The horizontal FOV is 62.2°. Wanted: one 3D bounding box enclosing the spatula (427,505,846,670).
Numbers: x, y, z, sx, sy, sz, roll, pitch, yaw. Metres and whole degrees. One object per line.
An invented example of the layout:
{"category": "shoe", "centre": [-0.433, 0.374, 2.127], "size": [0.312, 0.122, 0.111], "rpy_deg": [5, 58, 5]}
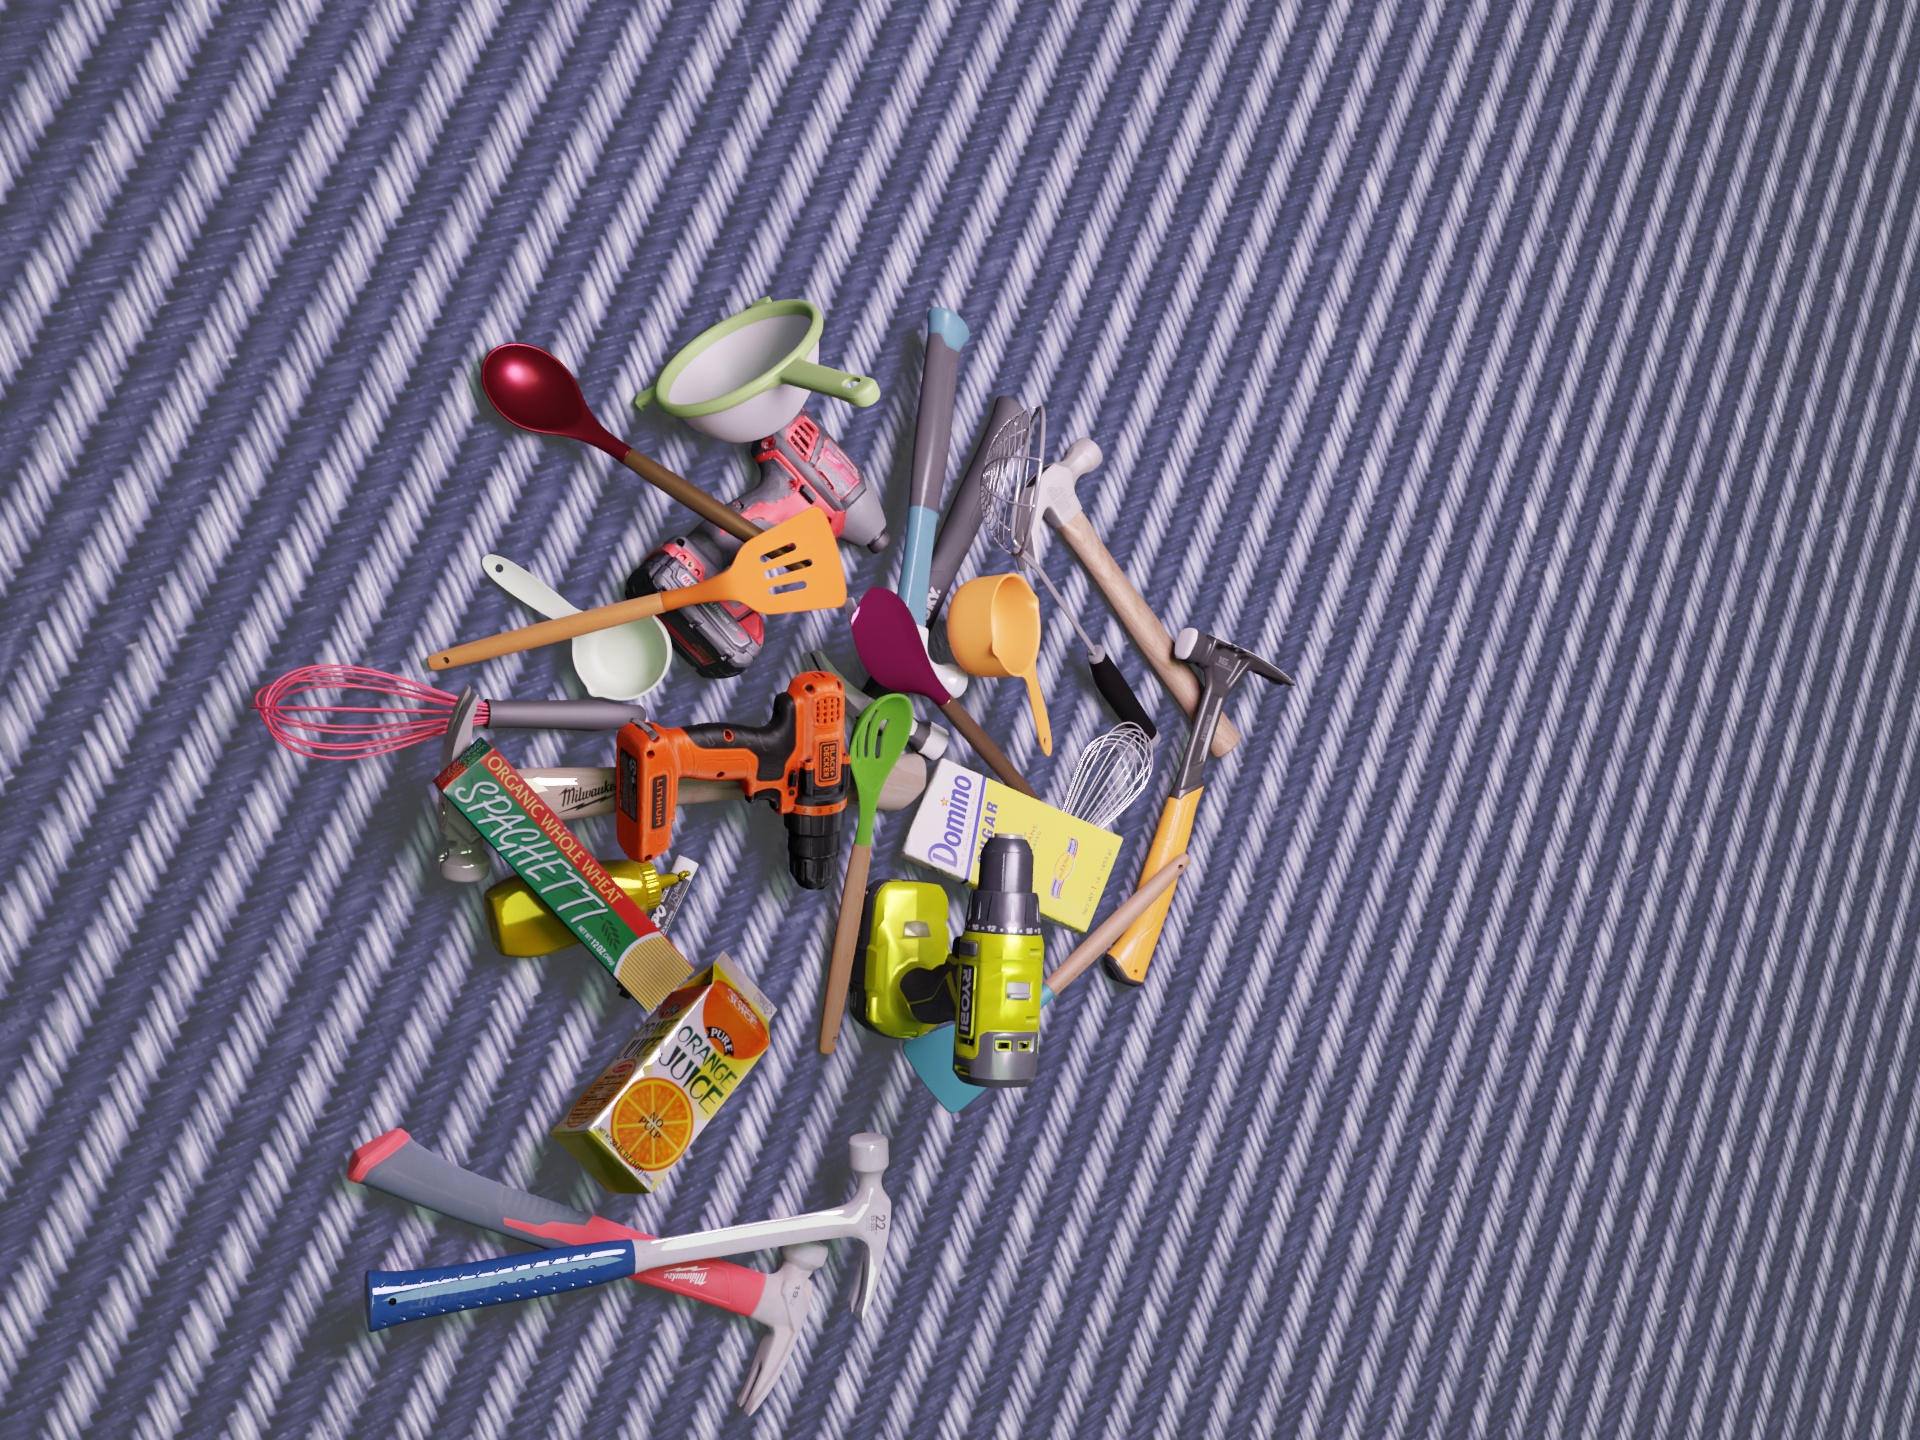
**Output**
{"category": "spatula", "centre": [-0.250, -0.086, 1.221], "size": [0.322, 0.041, 0.081], "rpy_deg": [-14, 103, 1]}

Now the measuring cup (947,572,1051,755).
{"category": "measuring cup", "centre": [0.037, -0.044, 1.372], "size": [0.095, 0.052, 0.173], "rpy_deg": [-51, 132, -49]}

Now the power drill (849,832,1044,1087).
{"category": "power drill", "centre": [-0.006, 0.186, 1.291], "size": [0.080, 0.228, 0.190], "rpy_deg": [6, 84, -28]}

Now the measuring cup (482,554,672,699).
{"category": "measuring cup", "centre": [-0.304, -0.081, 1.262], "size": [0.167, 0.038, 0.083], "rpy_deg": [35, 93, -3]}

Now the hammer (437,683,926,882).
{"category": "hammer", "centre": [-0.208, 0.041, 1.277], "size": [0.410, 0.038, 0.146], "rpy_deg": [-2, 107, -33]}

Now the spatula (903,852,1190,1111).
{"category": "spatula", "centre": [0.091, 0.222, 1.432], "size": [0.317, 0.044, 0.082], "rpy_deg": [-40, 105, -19]}

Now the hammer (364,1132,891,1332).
{"category": "hammer", "centre": [-0.240, 0.416, 1.220], "size": [0.405, 0.035, 0.144], "rpy_deg": [-1, 90, -27]}

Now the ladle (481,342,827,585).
{"category": "ladle", "centre": [-0.238, -0.195, 1.249], "size": [0.315, 0.031, 0.069], "rpy_deg": [33, 65, 1]}

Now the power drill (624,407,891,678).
{"category": "power drill", "centre": [-0.159, -0.143, 1.320], "size": [0.143, 0.078, 0.220], "rpy_deg": [47, 65, -17]}

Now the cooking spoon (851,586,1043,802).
{"category": "cooking spoon", "centre": [-0.002, -0.004, 1.355], "size": [0.318, 0.017, 0.069], "rpy_deg": [49, 59, -43]}

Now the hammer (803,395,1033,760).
{"category": "hammer", "centre": [-0.018, -0.144, 1.415], "size": [0.146, 0.035, 0.335], "rpy_deg": [30, 74, -24]}

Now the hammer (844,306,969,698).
{"category": "hammer", "centre": [-0.030, -0.192, 1.365], "size": [0.128, 0.033, 0.331], "rpy_deg": [16, 76, -44]}

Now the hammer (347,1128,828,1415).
{"category": "hammer", "centre": [-0.293, 0.419, 1.235], "size": [0.386, 0.038, 0.143], "rpy_deg": [28, 76, -24]}

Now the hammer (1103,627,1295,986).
{"category": "hammer", "centre": [0.212, 0.090, 1.503], "size": [0.127, 0.034, 0.337], "rpy_deg": [21, 85, -25]}

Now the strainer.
{"category": "strainer", "centre": [-0.135, -0.258, 1.256], "size": [0.151, 0.257, 0.069], "rpy_deg": [-44, 131, -19]}

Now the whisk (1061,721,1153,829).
{"category": "whisk", "centre": [0.091, 0.122, 1.449], "size": [0.070, 0.070, 0.285], "rpy_deg": [39, 76, -21]}

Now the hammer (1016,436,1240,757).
{"category": "hammer", "centre": [0.165, -0.099, 1.512], "size": [0.130, 0.031, 0.331], "rpy_deg": [-43, 107, -23]}

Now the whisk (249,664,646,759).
{"category": "whisk", "centre": [-0.378, -0.005, 1.204], "size": [0.295, 0.073, 0.073], "rpy_deg": [1, 87, -33]}

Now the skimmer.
{"category": "skimmer", "centre": [0.118, -0.112, 1.411], "size": [0.362, 0.090, 0.127], "rpy_deg": [54, 22, -33]}

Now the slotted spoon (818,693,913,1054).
{"category": "slotted spoon", "centre": [-0.088, 0.129, 1.334], "size": [0.070, 0.031, 0.314], "rpy_deg": [2, 100, -53]}
